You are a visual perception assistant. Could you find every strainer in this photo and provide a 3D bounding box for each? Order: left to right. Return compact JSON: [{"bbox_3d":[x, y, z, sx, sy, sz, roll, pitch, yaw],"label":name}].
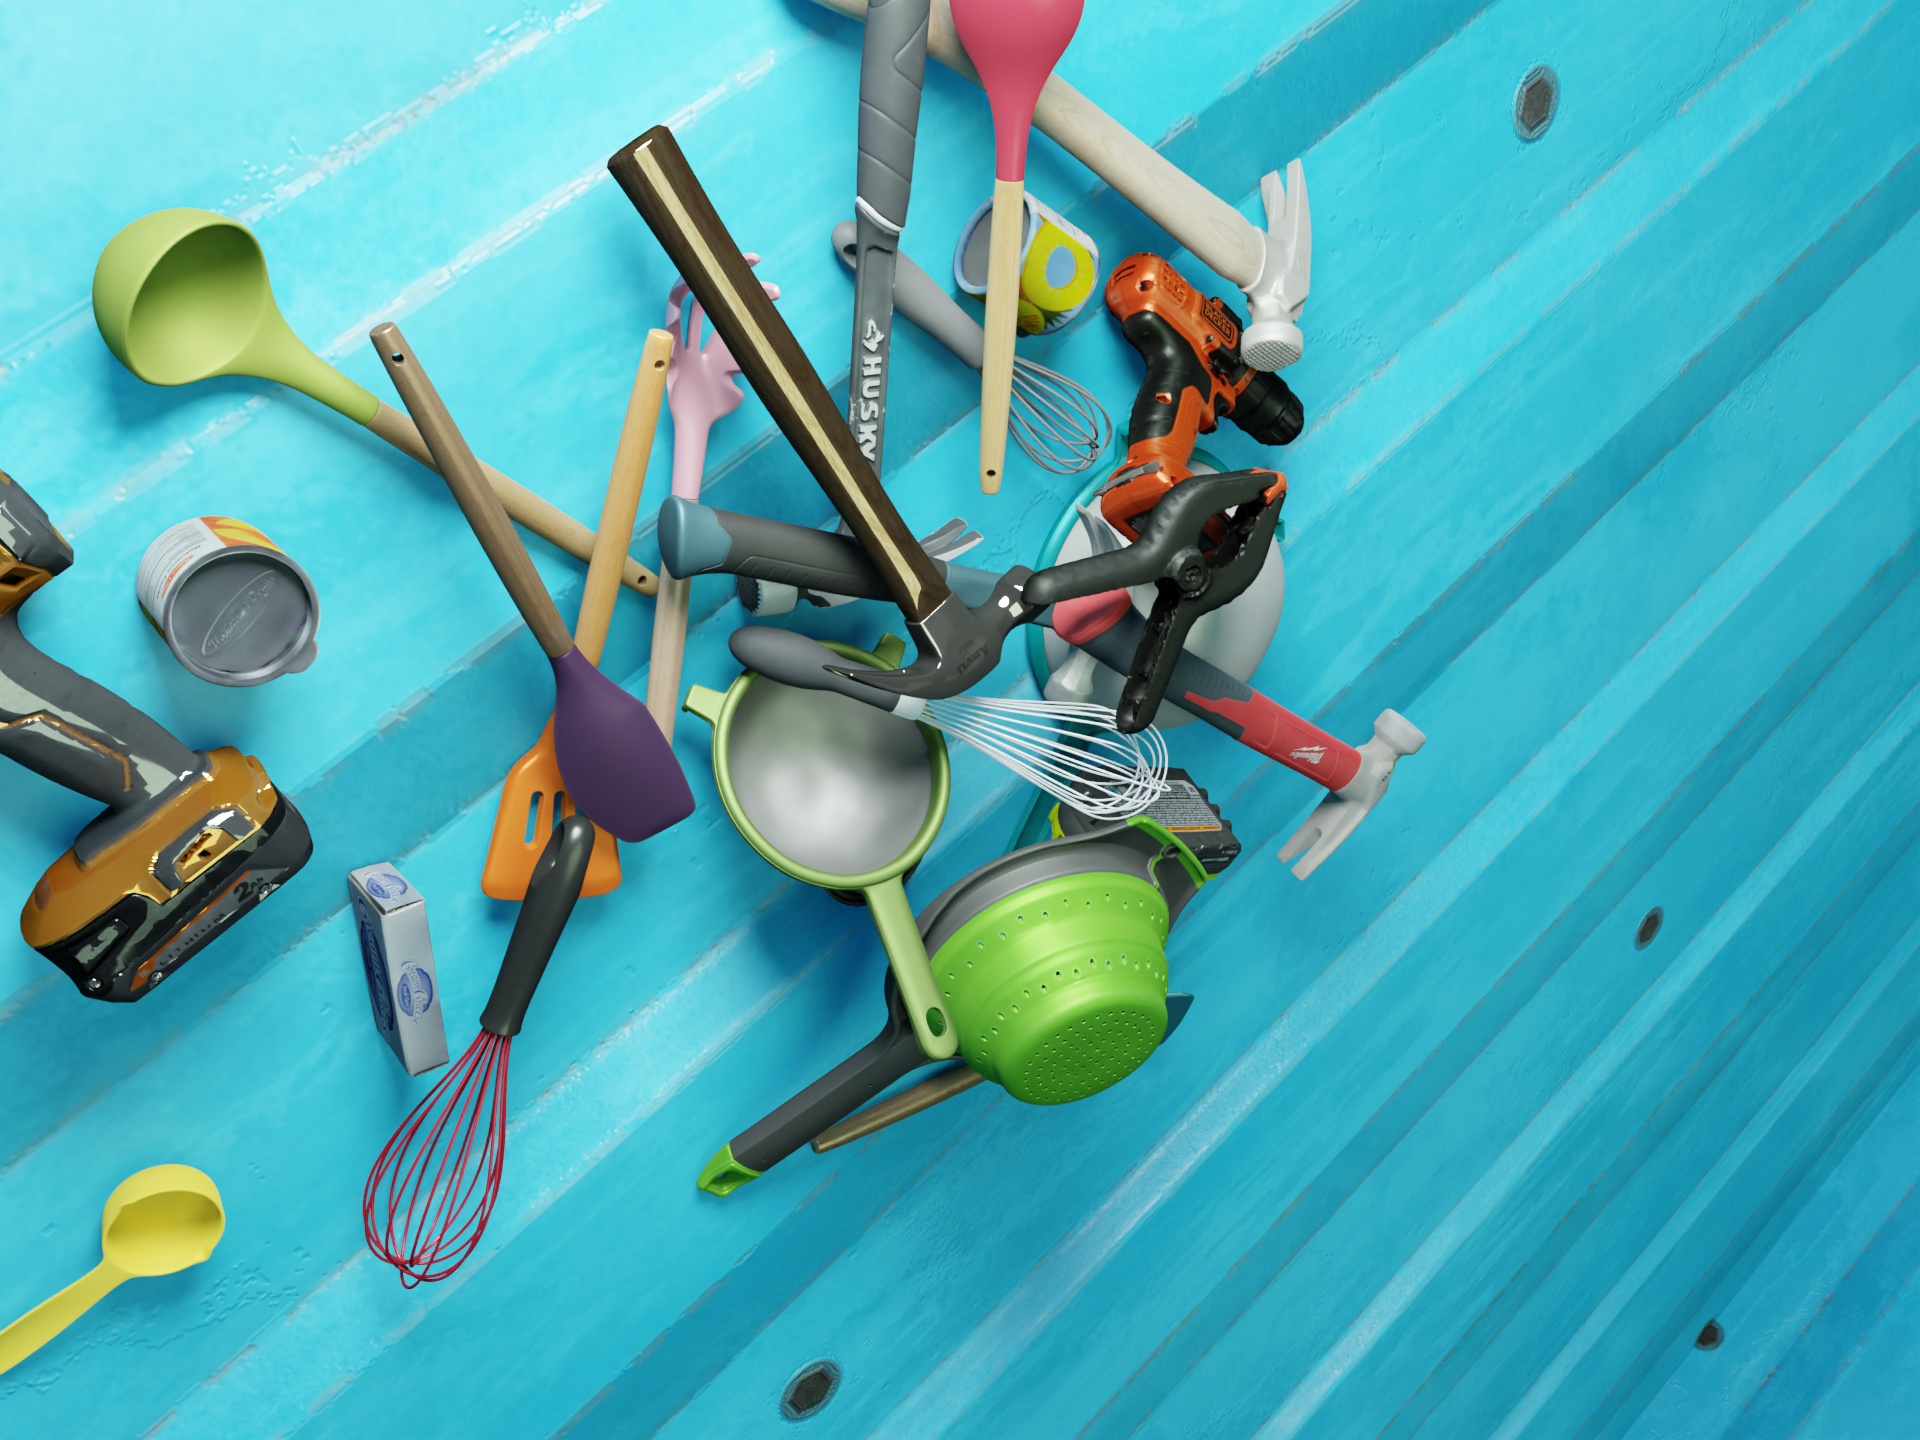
[{"bbox_3d":[-0.067,0.081,0.942,0.151,0.069,0.256,-18,84,-33],"label":"strainer"},{"bbox_3d":[0.125,-0.020,1.091,0.210,0.095,0.340,24,93,-43],"label":"strainer"}]

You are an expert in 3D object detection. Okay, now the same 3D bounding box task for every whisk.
[{"bbox_3d":[-0.263,0.185,0.882,0.073,0.073,0.296,15,103,-42],"label":"whisk"},{"bbox_3d":[-0.002,-0.003,0.937,0.284,0.070,0.070,19,99,-17],"label":"whisk"},{"bbox_3d":[0.009,-0.218,0.942,0.238,0.055,0.055,33,88,-38],"label":"whisk"}]

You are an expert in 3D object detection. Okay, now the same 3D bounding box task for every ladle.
[{"bbox_3d":[-0.255,-0.130,0.759,0.319,0.062,0.078,34,89,-46],"label":"ladle"},{"bbox_3d":[0.024,-0.267,0.860,0.069,0.031,0.315,2,123,-1],"label":"ladle"}]

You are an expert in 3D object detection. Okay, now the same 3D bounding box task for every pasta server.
[{"bbox_3d":[-0.148,-0.092,0.858,0.060,0.040,0.316,-1,106,-38],"label":"pasta server"}]

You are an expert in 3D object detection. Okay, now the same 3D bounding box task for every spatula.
[{"bbox_3d":[-0.213,-0.054,0.796,0.060,0.018,0.315,-27,127,-9],"label":"spatula"},{"bbox_3d":[-0.190,-0.047,0.838,0.081,0.041,0.322,2,120,-33],"label":"spatula"},{"bbox_3d":[0.033,0.263,1.184,0.317,0.044,0.082,-18,148,-30],"label":"spatula"}]

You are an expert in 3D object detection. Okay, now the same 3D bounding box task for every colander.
[{"bbox_3d":[-0.002,0.221,1.009,0.397,0.095,0.204,-37,138,11],"label":"colander"}]

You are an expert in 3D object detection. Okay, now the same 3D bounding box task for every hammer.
[{"bbox_3d":[-0.075,-0.147,0.820,0.130,0.031,0.331,-44,118,-21],"label":"hammer"},{"bbox_3d":[-0.039,-0.247,0.843,0.149,0.036,0.408,-12,126,-29],"label":"hammer"},{"bbox_3d":[-0.026,-0.080,0.918,0.330,0.033,0.128,7,114,-39],"label":"hammer"},{"bbox_3d":[0.063,-0.349,0.908,0.410,0.038,0.146,21,65,-37],"label":"hammer"},{"bbox_3d":[0.178,0.006,1.068,0.386,0.038,0.143,24,108,-46],"label":"hammer"}]

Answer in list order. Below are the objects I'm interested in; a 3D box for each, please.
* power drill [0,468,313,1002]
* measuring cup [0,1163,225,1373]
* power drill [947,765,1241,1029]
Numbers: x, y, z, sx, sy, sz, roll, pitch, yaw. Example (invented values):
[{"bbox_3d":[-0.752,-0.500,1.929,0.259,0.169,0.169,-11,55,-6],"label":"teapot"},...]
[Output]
[{"bbox_3d":[-0.420,0.023,0.682,0.185,0.084,0.226,-42,126,-16],"label":"power drill"},{"bbox_3d":[-0.453,0.286,0.820,0.156,0.029,0.062,-37,130,-5],"label":"measuring cup"},{"bbox_3d":[0.091,0.137,1.115,0.171,0.080,0.223,2,132,-39],"label":"power drill"}]
